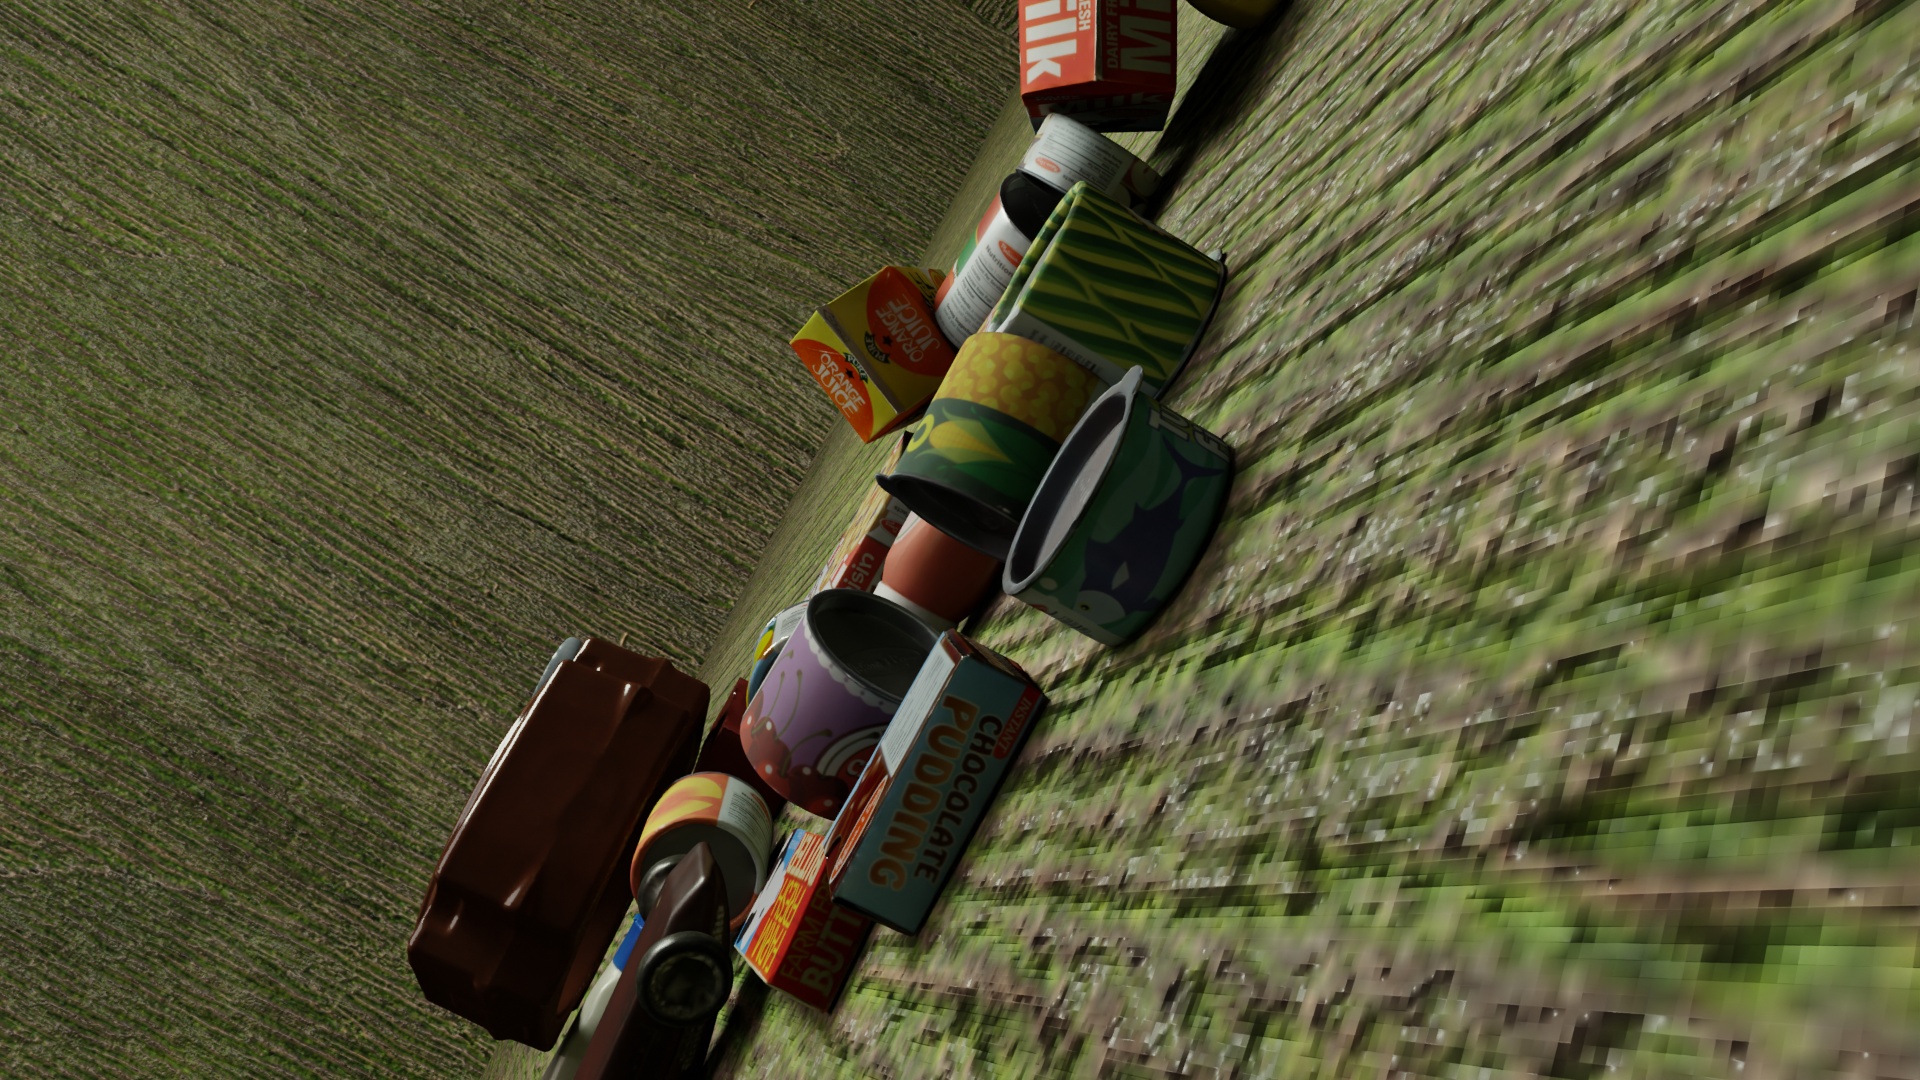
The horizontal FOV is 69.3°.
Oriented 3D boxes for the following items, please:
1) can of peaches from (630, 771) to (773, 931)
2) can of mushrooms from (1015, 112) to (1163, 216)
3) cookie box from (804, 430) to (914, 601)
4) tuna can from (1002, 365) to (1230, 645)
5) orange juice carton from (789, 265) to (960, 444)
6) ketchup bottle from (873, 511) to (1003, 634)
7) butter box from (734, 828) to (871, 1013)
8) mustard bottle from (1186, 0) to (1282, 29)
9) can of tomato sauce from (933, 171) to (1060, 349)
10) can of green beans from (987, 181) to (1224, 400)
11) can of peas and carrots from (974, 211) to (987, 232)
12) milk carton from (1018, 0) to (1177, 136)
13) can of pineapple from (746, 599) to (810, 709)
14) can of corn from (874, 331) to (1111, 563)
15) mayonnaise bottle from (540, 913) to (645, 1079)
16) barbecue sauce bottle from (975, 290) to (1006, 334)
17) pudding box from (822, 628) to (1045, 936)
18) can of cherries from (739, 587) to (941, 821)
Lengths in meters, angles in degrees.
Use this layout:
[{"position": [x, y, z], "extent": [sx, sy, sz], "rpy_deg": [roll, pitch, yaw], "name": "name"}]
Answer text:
[{"position": [-0.131, 0.159, 0.700], "extent": [0.071, 0.071, 0.058], "rpy_deg": [-60, 10, 8], "name": "can of peaches"}, {"position": [0.063, -0.177, 0.677], "extent": [0.033, 0.071, 0.071], "rpy_deg": [-60, 9, 9], "name": "can of mushrooms"}, {"position": [-0.052, 0.020, 0.790], "extent": [0.167, 0.040, 0.123], "rpy_deg": [-60, 9, 1], "name": "cookie box"}, {"position": [0.043, -0.009, 0.376], "extent": [0.071, 0.033, 0.071], "rpy_deg": [-58, 10, 16], "name": "tuna can"}, {"position": [-0.036, -0.109, 0.804], "extent": [0.073, 0.072, 0.193], "rpy_deg": [-36, 2, 14], "name": "orange juice carton"}, {"position": [0.002, -0.007, 0.562], "extent": [0.148, 0.043, 0.065], "rpy_deg": [-61, 9, 1], "name": "ketchup bottle"}, {"position": [-0.055, 0.134, 0.502], "extent": [0.053, 0.024, 0.103], "rpy_deg": [-64, 9, -15], "name": "butter box"}, {"position": [0.134, -0.288, 0.678], "extent": [0.161, 0.049, 0.065], "rpy_deg": [-81, 17, -66], "name": "mustard bottle"}, {"position": [0.033, -0.143, 0.737], "extent": [0.082, 0.071, 0.071], "rpy_deg": [-53, 12, 44], "name": "can of tomato sauce"}, {"position": [0.050, -0.083, 0.486], "extent": [0.071, 0.058, 0.071], "rpy_deg": [-58, 9, 16], "name": "can of green beans"}, {"position": [0.032, -0.159, 0.813], "extent": [0.070, 0.059, 0.071], "rpy_deg": [-59, 9, 16], "name": "can of peas and carrots"}, {"position": [0.066, -0.244, 0.671], "extent": [0.191, 0.073, 0.072], "rpy_deg": [-56, -35, -80], "name": "milk carton"}, {"position": [-0.061, 0.065, 0.616], "extent": [0.071, 0.071, 0.058], "rpy_deg": [-60, 9, 5], "name": "can of pineapple"}, {"position": [0.015, -0.030, 0.473], "extent": [0.058, 0.071, 0.071], "rpy_deg": [-62, 9, -12], "name": "can of corn"}, {"position": [-0.205, 0.285, 0.808], "extent": [0.148, 0.041, 0.065], "rpy_deg": [-60, 5, -4], "name": "mayonnaise bottle"}, {"position": [0.032, -0.099, 0.676], "extent": [0.147, 0.043, 0.065], "rpy_deg": [-49, 17, 53], "name": "barbecue sauce bottle"}, {"position": [-0.010, 0.072, 0.427], "extent": [0.083, 0.030, 0.050], "rpy_deg": [-61, 10, 0], "name": "pudding box"}, {"position": [-0.038, 0.062, 0.507], "extent": [0.058, 0.071, 0.072], "rpy_deg": [-58, 10, 22], "name": "can of cherries"}]
